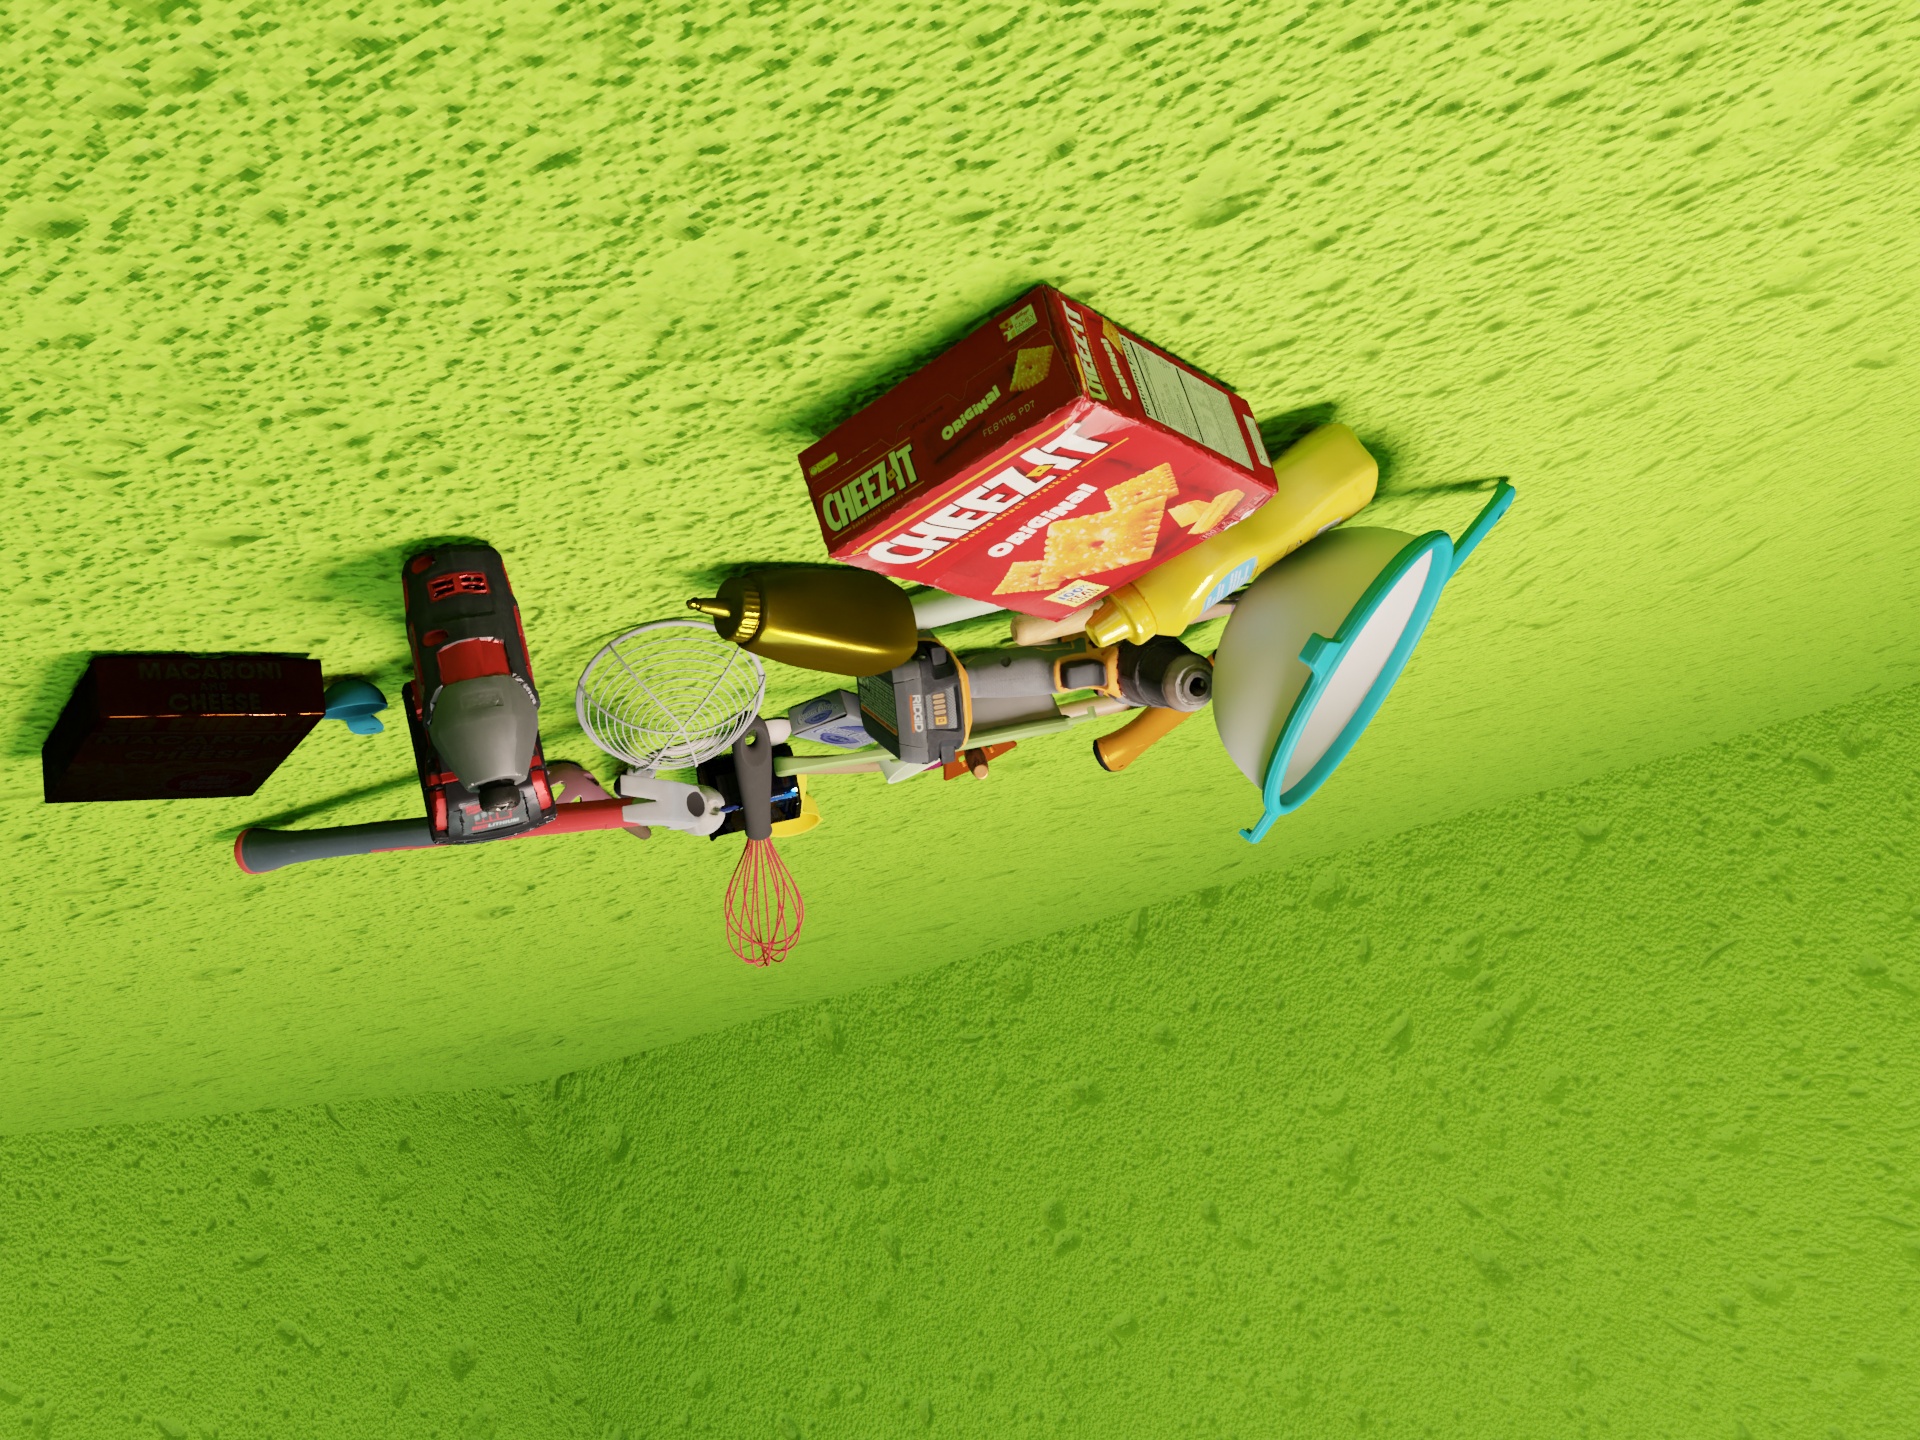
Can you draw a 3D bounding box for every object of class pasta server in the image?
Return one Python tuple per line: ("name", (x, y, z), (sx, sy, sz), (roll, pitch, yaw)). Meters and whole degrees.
("pasta server", (-0.313, 0.082, 1.401), (0.040, 0.060, 0.316), (-49, 172, -9))

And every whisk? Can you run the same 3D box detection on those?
("whisk", (0.150, -0.085, 1.103), (0.245, 0.051, 0.047), (-15, 126, -17))
("whisk", (0.048, -0.092, 1.059), (0.246, 0.058, 0.059), (-13, 159, 19))
("whisk", (-0.172, 0.109, 1.358), (0.073, 0.073, 0.295), (-10, 132, -14))

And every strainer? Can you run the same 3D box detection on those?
("strainer", (0.266, -0.086, 1.077), (0.340, 0.095, 0.210), (-43, 155, -33))
("strainer", (-0.033, -0.005, 1.240), (0.256, 0.069, 0.151), (-8, 178, -32))

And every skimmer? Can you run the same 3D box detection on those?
("skimmer", (-0.234, 0.003, 1.194), (0.127, 0.090, 0.363), (-4, 173, -18))

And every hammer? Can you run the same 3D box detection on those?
("hammer", (0.218, -0.045, 1.308), (0.127, 0.034, 0.336), (0, 152, -33))
("hammer", (-0.381, 0.080, 1.188), (0.386, 0.038, 0.143), (-6, 172, 14))

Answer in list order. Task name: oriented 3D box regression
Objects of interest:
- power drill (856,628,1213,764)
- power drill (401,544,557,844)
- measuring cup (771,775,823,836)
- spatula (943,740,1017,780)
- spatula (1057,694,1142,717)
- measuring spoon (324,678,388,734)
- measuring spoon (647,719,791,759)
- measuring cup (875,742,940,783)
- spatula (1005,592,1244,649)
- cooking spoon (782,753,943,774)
("power drill", (0.055, -0.028, 1.124), (0.226, 0.084, 0.185), (-10, -165, -17))
("power drill", (-0.279, 0.000, 0.919), (0.078, 0.143, 0.219), (-12, 168, -19))
("measuring cup", (-0.163, 0.068, 1.530), (0.062, 0.029, 0.156), (-10, 153, -13))
("spatula", (0.016, 0.037, 1.412), (0.081, 0.041, 0.322), (-27, -176, 1))
("spatula", (0.183, -0.036, 1.401), (0.317, 0.044, 0.082), (-12, 165, -3))
("measuring spoon", (-0.394, -0.009, 1.040), (0.042, 0.021, 0.128), (-10, 174, -16))
("measuring spoon", (-0.199, 0.022, 1.316), (0.124, 0.018, 0.034), (-14, 166, 4))
("measuring cup", (-0.002, -0.004, 1.382), (0.167, 0.038, 0.083), (-34, 170, 9))
("spatula", (0.188, -0.087, 1.259), (0.316, 0.018, 0.059), (-13, 161, -7))
("cooking spoon", (-0.080, 0.039, 1.436), (0.069, 0.017, 0.318), (-20, 171, 23))
